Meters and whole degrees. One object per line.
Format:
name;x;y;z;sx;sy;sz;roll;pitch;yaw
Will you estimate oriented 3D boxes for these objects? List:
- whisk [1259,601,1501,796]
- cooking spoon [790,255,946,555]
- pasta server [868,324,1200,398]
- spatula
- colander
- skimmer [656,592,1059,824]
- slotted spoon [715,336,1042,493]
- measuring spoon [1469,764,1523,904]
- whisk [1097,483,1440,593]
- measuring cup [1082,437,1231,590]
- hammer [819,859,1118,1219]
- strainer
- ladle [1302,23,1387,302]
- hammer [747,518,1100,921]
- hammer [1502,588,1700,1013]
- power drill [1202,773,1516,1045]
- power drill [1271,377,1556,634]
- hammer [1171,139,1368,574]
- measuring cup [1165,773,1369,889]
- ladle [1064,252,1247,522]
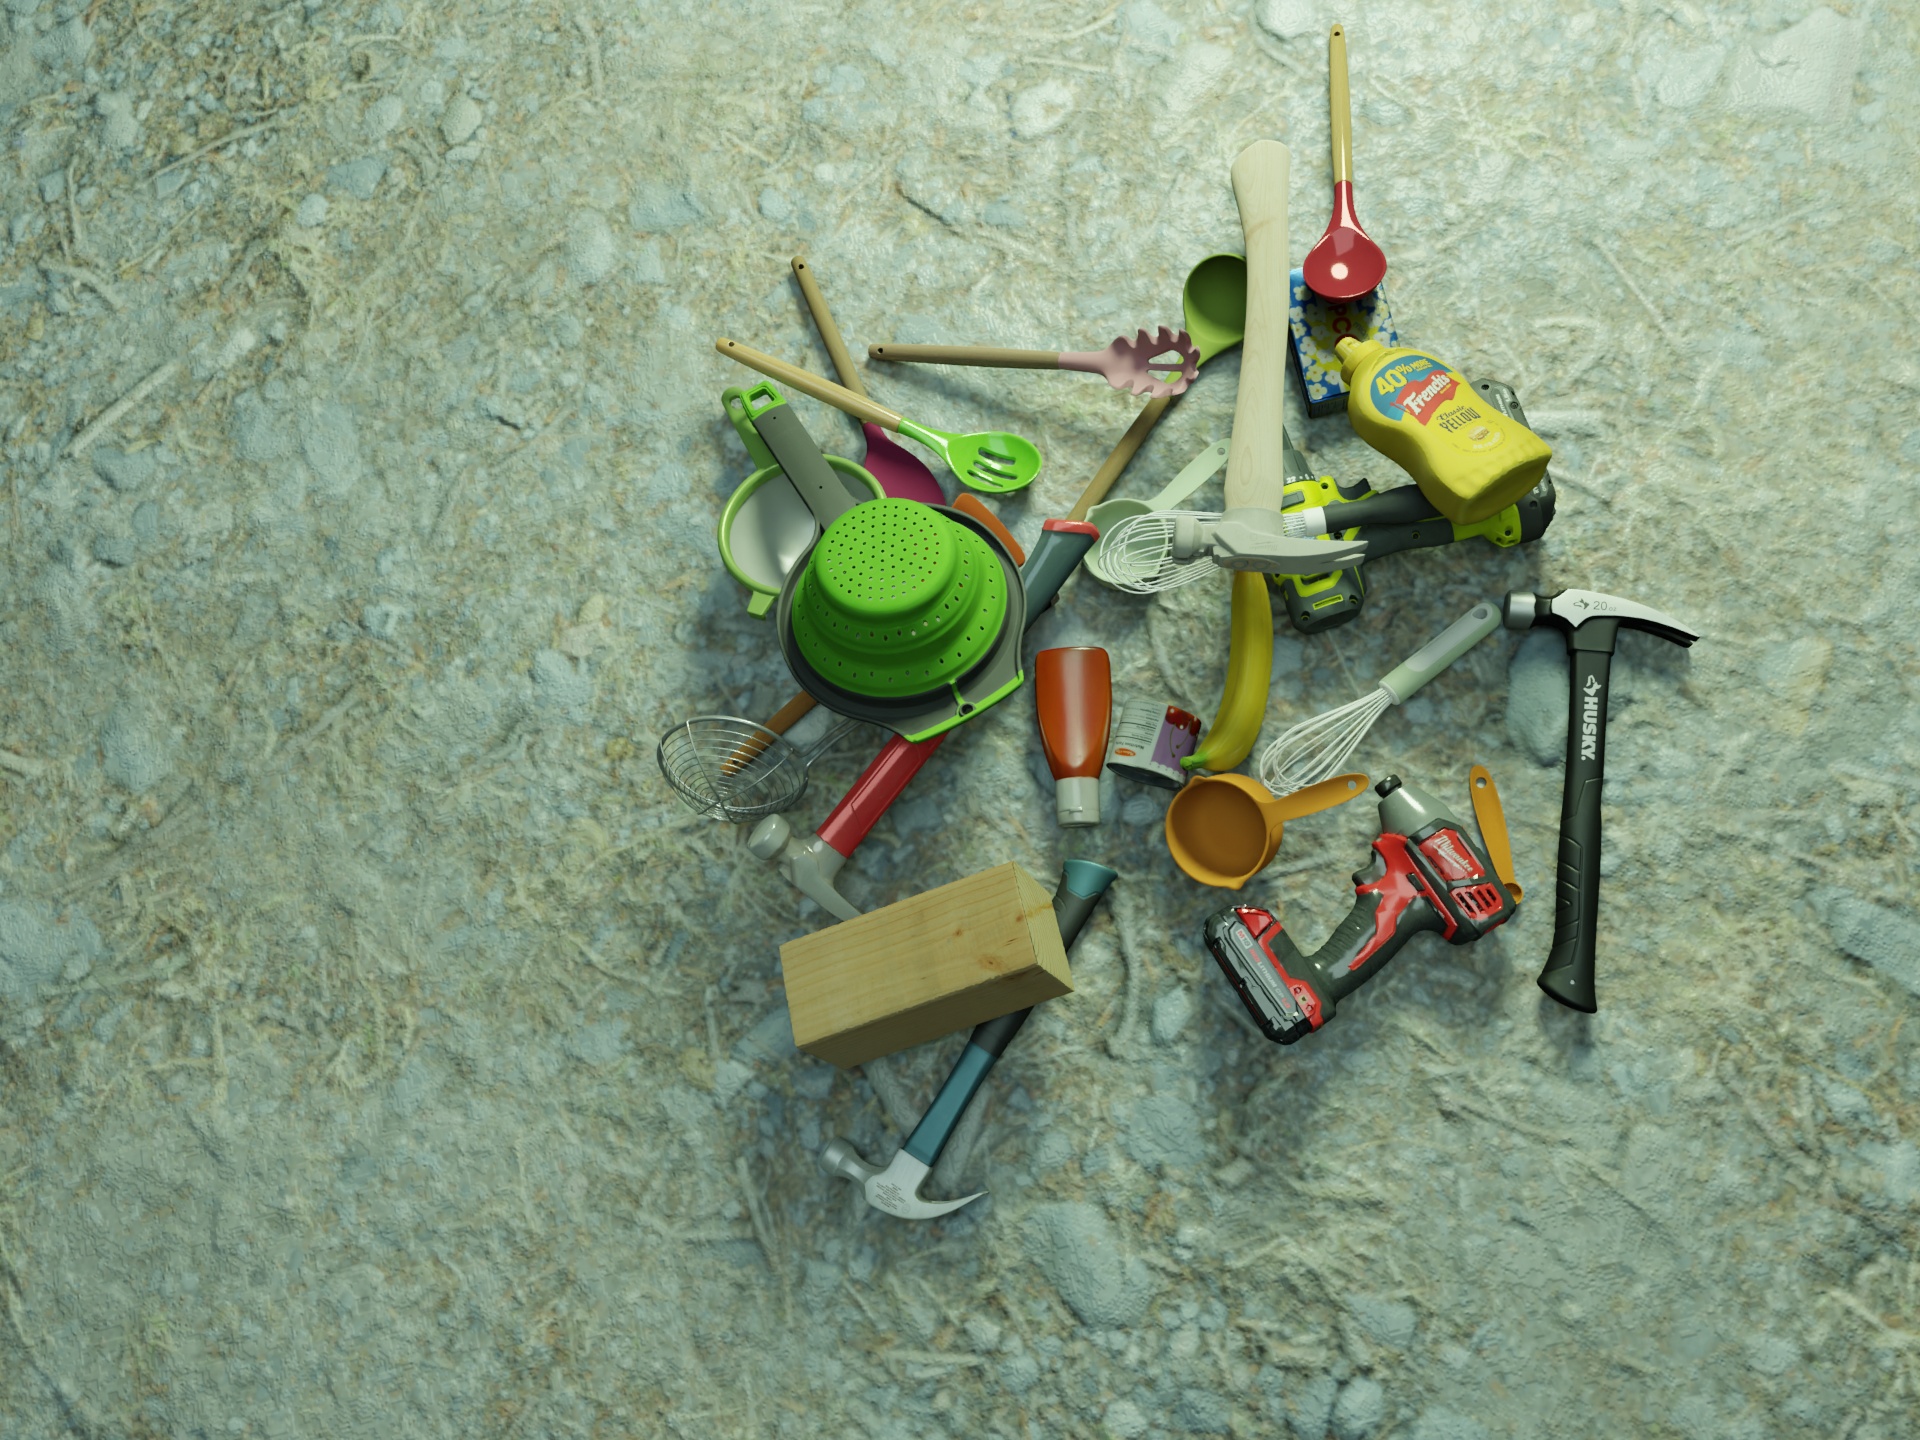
whisk;0.343;-0.018;1.295;0.246;0.059;0.058;-38;47;-4
cooking spoon;-0.091;-0.289;1.442;0.069;0.017;0.319;-23;75;0
pasta server;0.059;-0.316;1.386;0.316;0.040;0.060;9;96;23
spatula;-0.086;-0.062;1.378;0.322;0.041;0.081;-42;90;0
colander;-0.093;-0.167;1.294;0.204;0.094;0.397;-29;61;-8
skimmer;-0.084;-0.030;1.357;0.363;0.127;0.090;-34;46;-11
slotted spoon;-0.075;-0.273;1.409;0.314;0.031;0.070;25;62;6
measuring spoon;0.428;0.092;1.275;0.021;0.011;0.117;-12;72;8
whisk;0.250;-0.152;1.269;0.284;0.070;0.070;-11;76;7
measuring cup;0.173;-0.179;1.364;0.167;0.038;0.083;-43;74;-4
hammer;0.025;0.255;1.293;0.128;0.033;0.331;31;84;15
strainer;-0.154;-0.194;1.414;0.151;0.069;0.257;-26;59;-6
ladle;0.332;-0.487;1.386;0.069;0.031;0.316;-1;66;12
hammer;-0.002;-0.004;1.320;0.143;0.038;0.386;40;85;-19
hammer;0.497;0.061;1.256;0.146;0.035;0.335;5;79;11
power drill;0.307;0.147;1.250;0.219;0.078;0.143;-31;75;-1
power drill;0.352;-0.194;1.317;0.228;0.080;0.191;-19;76;8
hammer;0.256;-0.304;1.290;0.146;0.038;0.411;4;66;6
measuring cup;0.248;0.072;1.256;0.173;0.052;0.095;-23;84;30
ladle;0.160;-0.264;1.376;0.078;0.062;0.320;35;88;17
